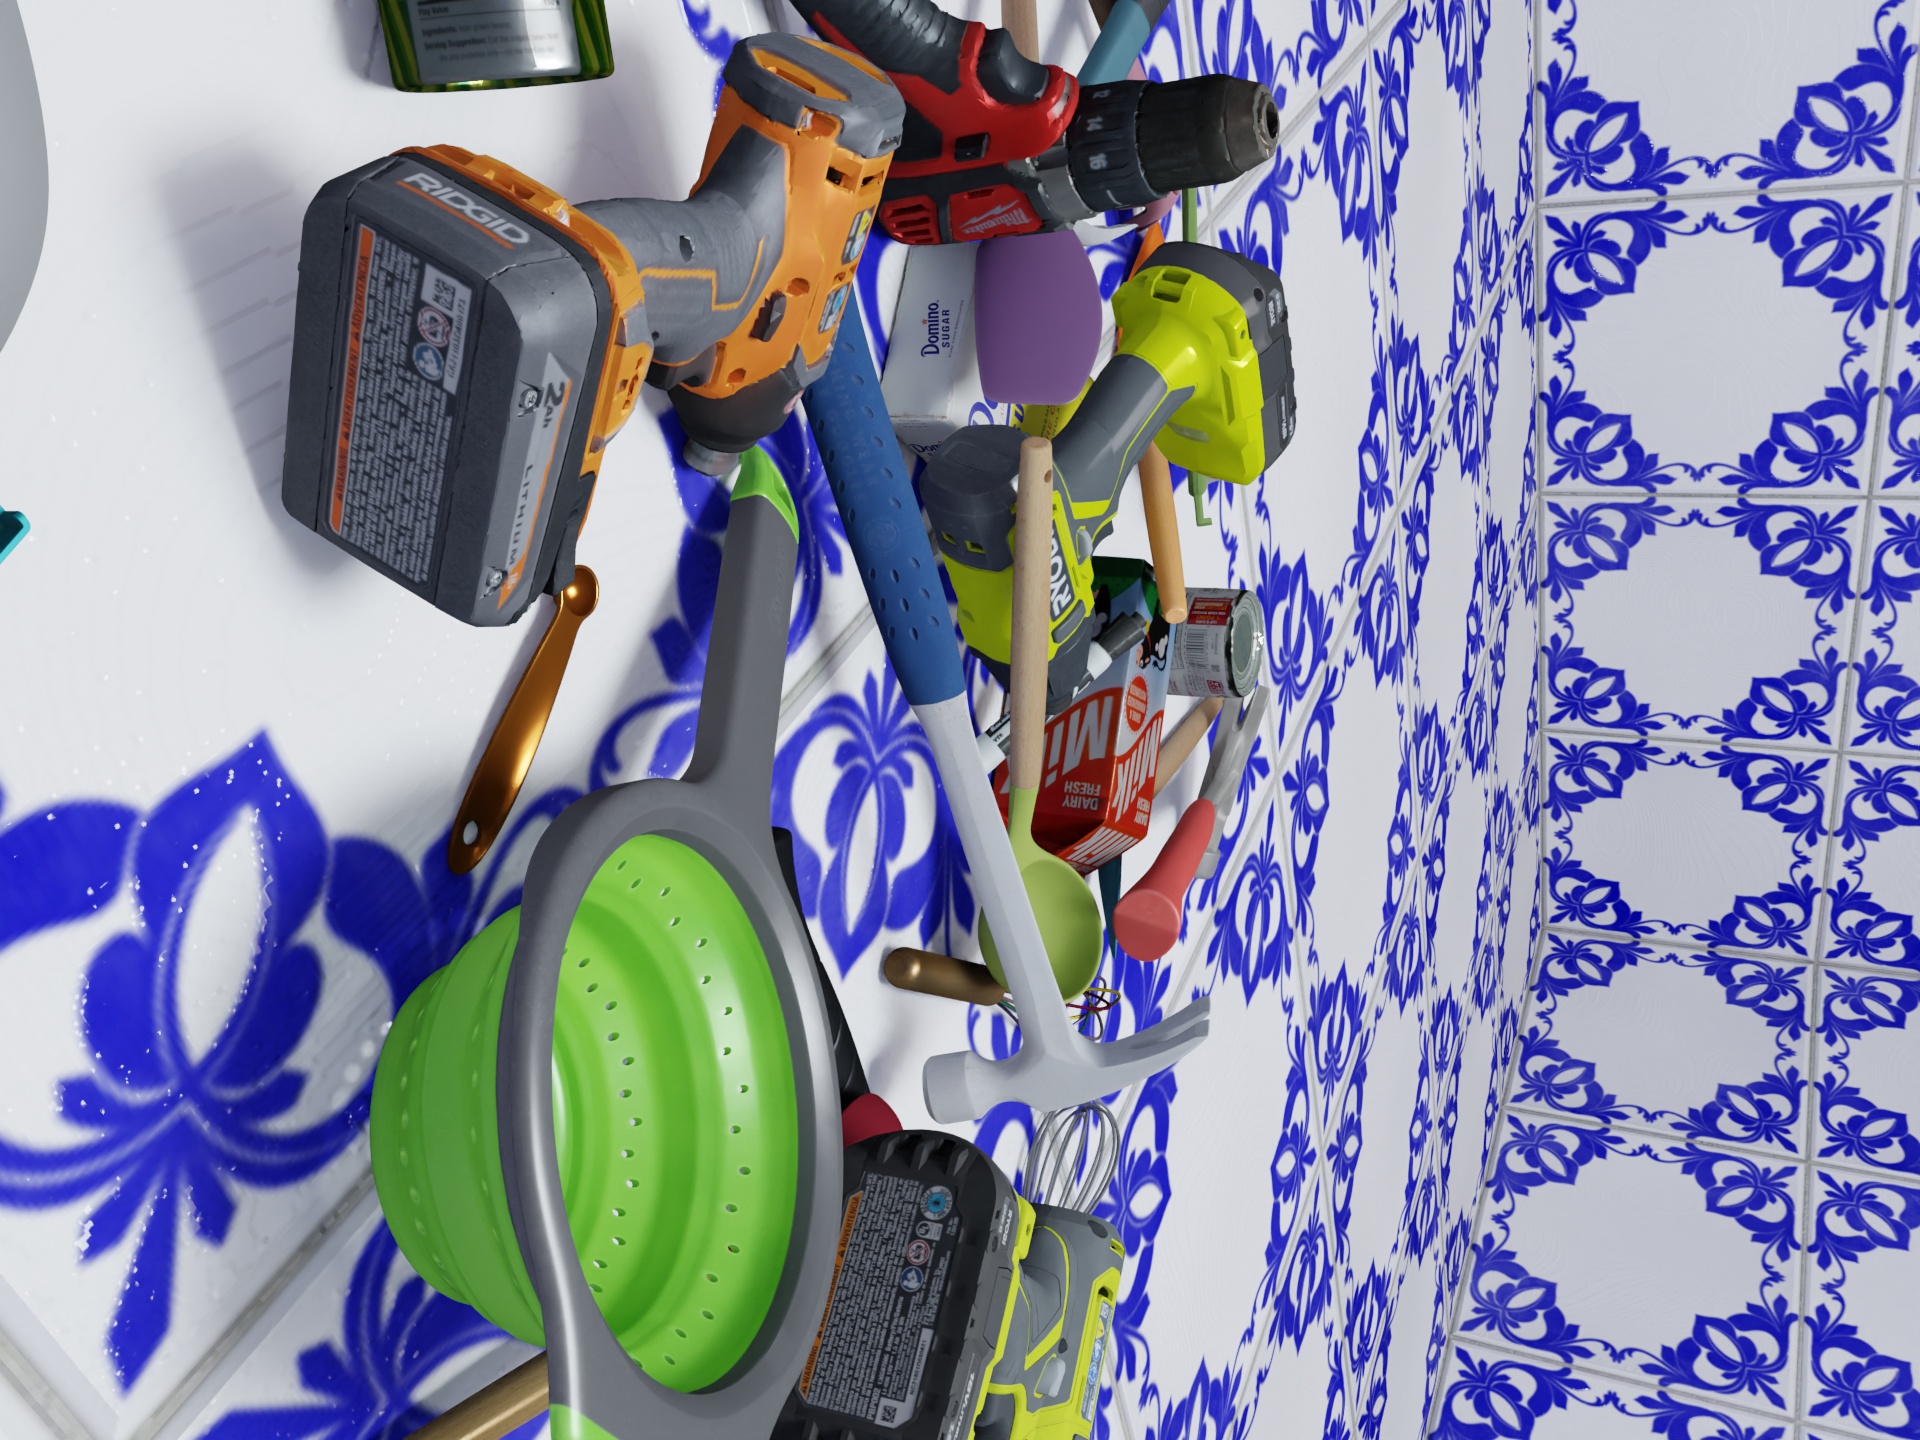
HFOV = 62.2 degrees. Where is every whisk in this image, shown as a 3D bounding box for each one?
[{"bbox_3d":[0.029,0.149,0.891,0.244,0.047,0.051,27,71,-58],"label":"whisk"},{"bbox_3d":[0.040,0.332,0.942,0.239,0.055,0.055,-65,147,-26],"label":"whisk"}]

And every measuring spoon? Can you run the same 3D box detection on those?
[{"bbox_3d":[-0.152,-0.002,0.546,0.021,0.011,0.117,47,57,-55],"label":"measuring spoon"}]

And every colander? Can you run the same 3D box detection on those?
[{"bbox_3d":[-0.117,0.060,0.559,0.204,0.094,0.398,58,26,-49],"label":"colander"}]

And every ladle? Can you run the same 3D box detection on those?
[{"bbox_3d":[0.042,0.013,0.760,0.078,0.062,0.319,-41,144,-40],"label":"ladle"},{"bbox_3d":[-0.113,0.221,0.603,0.315,0.031,0.069,-16,110,-53],"label":"ladle"}]

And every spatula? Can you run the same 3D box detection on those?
[{"bbox_3d":[0.033,-0.292,0.768,0.018,0.059,0.316,102,-13,-71],"label":"spatula"},{"bbox_3d":[0.142,0.046,1.092,0.317,0.044,0.082,-44,139,-54],"label":"spatula"},{"bbox_3d":[0.121,-0.179,0.954,0.080,0.041,0.323,67,16,-47],"label":"spatula"}]

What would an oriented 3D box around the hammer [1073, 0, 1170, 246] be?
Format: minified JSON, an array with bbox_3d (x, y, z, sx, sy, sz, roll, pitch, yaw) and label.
[{"bbox_3d":[0.100,-0.400,0.882,0.128,0.033,0.331,47,62,-47],"label":"hammer"}]

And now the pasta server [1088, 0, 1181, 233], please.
[{"bbox_3d":[0.072,-0.413,0.901,0.315,0.040,0.060,57,45,-45],"label":"pasta server"}]

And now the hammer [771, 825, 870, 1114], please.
[{"bbox_3d":[-0.048,0.213,0.758,0.149,0.036,0.408,-55,140,-43],"label":"hammer"}]

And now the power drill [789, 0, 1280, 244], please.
[{"bbox_3d":[0.009,-0.278,0.626,0.226,0.188,0.080,42,57,-53],"label":"power drill"}]

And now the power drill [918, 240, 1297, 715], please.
[{"bbox_3d":[0.078,-0.120,0.805,0.223,0.080,0.171,-49,143,-24],"label":"power drill"}]

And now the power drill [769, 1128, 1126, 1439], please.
[{"bbox_3d":[0.004,0.288,0.683,0.228,0.080,0.191,57,42,-52],"label":"power drill"}]

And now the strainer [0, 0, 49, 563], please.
[{"bbox_3d":[-0.235,-0.178,0.257,0.211,0.095,0.340,-14,108,-62],"label":"strainer"}]

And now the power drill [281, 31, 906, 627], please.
[{"bbox_3d":[-0.106,-0.120,0.511,0.226,0.084,0.164,-49,167,-51],"label":"power drill"}]

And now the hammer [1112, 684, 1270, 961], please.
[{"bbox_3d":[0.148,0.068,1.007,0.359,0.037,0.149,-30,136,-72],"label":"hammer"}]

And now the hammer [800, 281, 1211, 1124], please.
[{"bbox_3d":[-0.001,-0.002,0.705,0.035,0.144,0.405,-67,141,-67],"label":"hammer"}]

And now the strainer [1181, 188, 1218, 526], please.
[{"bbox_3d":[0.172,-0.258,0.998,0.256,0.069,0.152,79,12,-48],"label":"strainer"}]
